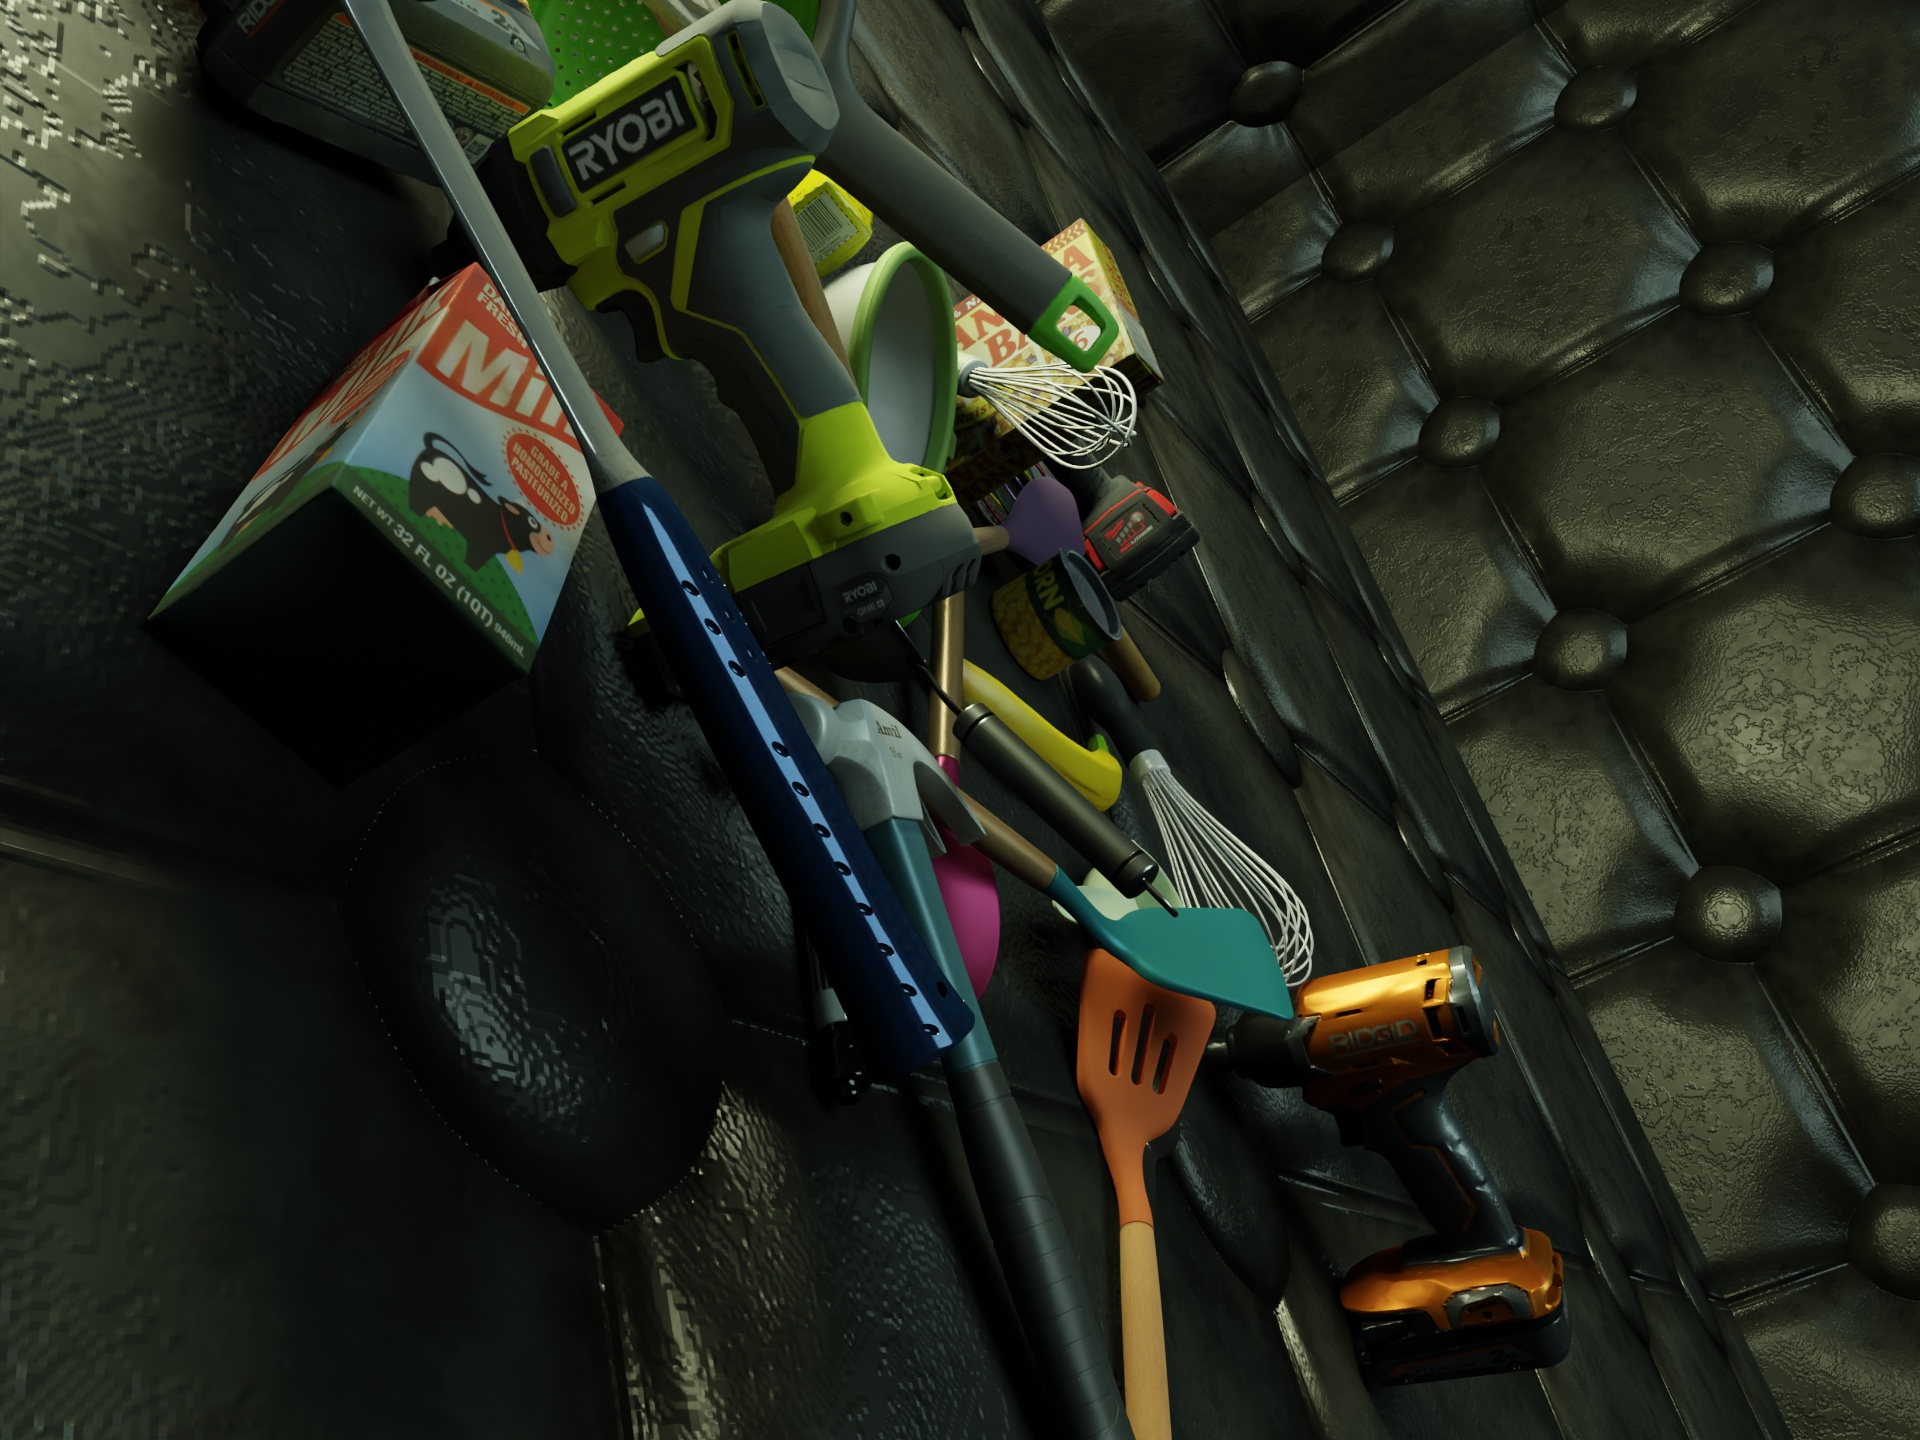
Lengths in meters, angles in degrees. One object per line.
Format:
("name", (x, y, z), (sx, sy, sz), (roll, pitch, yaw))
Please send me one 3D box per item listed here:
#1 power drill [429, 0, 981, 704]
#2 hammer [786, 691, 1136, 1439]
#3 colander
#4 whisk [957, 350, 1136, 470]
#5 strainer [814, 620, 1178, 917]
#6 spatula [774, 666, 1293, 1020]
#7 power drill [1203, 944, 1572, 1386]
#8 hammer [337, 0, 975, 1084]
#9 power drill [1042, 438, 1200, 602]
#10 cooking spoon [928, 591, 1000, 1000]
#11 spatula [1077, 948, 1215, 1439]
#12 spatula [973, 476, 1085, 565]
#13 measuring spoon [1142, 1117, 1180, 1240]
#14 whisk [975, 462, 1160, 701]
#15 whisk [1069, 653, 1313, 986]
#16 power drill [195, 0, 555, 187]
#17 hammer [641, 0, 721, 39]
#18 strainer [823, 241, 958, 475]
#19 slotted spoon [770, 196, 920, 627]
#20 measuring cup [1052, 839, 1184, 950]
("power drill", (-0.099, -0.128, 0.604), (0.223, 0.171, 0.080), (67, 22, -4))
("hammer", (0.008, 0.148, 0.614), (0.128, 0.033, 0.331), (15, 53, -67))
("colander", (-0.092, -0.297, 0.783), (0.397, 0.204, 0.094), (38, -8, -7))
("whisk", (0.013, -0.199, 0.936), (0.057, 0.059, 0.247), (17, 9, -46))
("strainer", (-0.001, -0.002, 0.682), (0.259, 0.050, 0.086), (43, -9, 25))
("spatula", (0.028, 0.051, 0.731), (0.317, 0.044, 0.082), (37, 22, -25))
("power drill", (0.242, 0.252, 0.904), (0.084, 0.164, 0.226), (-25, 98, -69))
("hammer", (-0.107, -0.077, 0.468), (0.405, 0.035, 0.144), (62, 19, -3))
("power drill", (0.074, -0.199, 1.155), (0.219, 0.078, 0.143), (50, 6, -17))
("cooking spoon", (-0.008, 0.004, 0.785), (0.068, 0.017, 0.319), (35, 37, -30))
("spatula", (0.082, 0.237, 0.687), (0.081, 0.041, 0.323), (26, 34, -17))
("spatula", (0.012, -0.110, 0.958), (0.316, 0.018, 0.060), (-25, 103, -61))
("measuring spoon", (0.094, 0.223, 0.763), (0.034, 0.018, 0.124), (54, 23, -17))
("whisk", (0.075, -0.105, 1.122), (0.244, 0.047, 0.051), (53, 34, -29))
("whisk", (0.130, 0.053, 0.979), (0.070, 0.070, 0.285), (36, 19, -47))
("power drill", (-0.265, -0.326, 0.588), (0.226, 0.084, 0.185), (61, 23, 14))
("hammer", (-0.207, -0.317, 0.541), (0.358, 0.036, 0.149), (10, 45, -57))
("strainer", (-0.072, -0.149, 0.823), (0.256, 0.069, 0.151), (-62, 154, -46))
("slotted spoon", (-0.057, -0.151, 0.722), (0.313, 0.031, 0.070), (70, 36, -49))
("measuring cup", (0.075, 0.106, 0.849), (0.167, 0.038, 0.083), (13, 51, -60))
